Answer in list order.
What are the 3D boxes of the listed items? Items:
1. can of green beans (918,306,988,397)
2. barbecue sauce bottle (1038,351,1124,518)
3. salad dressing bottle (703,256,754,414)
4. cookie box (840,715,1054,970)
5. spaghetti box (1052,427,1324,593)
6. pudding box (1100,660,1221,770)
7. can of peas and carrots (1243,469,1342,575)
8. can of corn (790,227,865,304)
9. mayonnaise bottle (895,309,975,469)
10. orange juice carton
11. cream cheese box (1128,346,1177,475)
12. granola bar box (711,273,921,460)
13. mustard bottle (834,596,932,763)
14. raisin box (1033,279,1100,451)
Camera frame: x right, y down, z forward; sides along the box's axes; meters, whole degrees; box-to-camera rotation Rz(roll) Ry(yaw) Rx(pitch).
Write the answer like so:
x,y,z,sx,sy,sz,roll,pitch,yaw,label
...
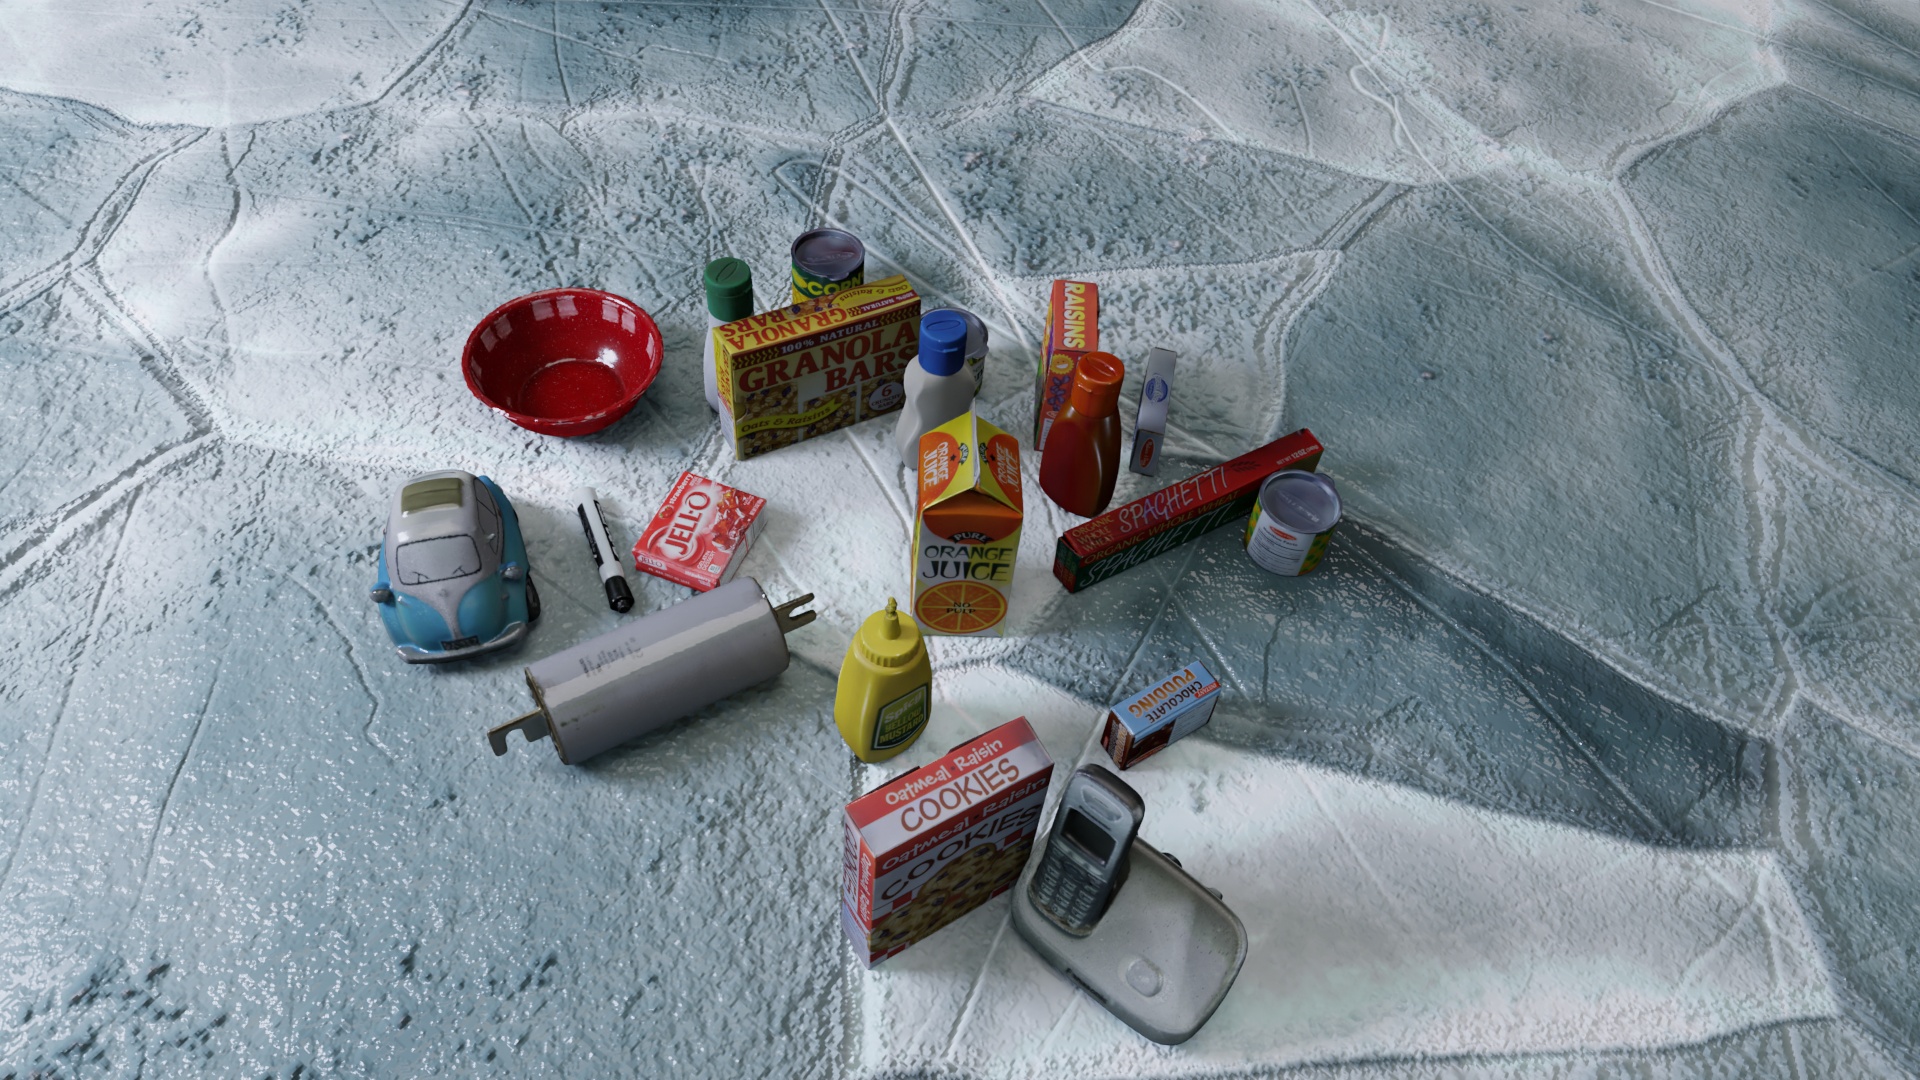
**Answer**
x,y,z,sx,sy,sz,roll,pitch,yaw,label
-0.011,-0.159,1.204,0.071,0.057,0.071,3,51,-3,can of green beans
0.100,-0.084,1.098,0.065,0.147,0.044,36,57,21,barbecue sauce bottle
-0.185,-0.164,1.134,0.044,0.146,0.064,24,53,13,salad dressing bottle
-0.012,0.188,0.858,0.123,0.166,0.040,-24,58,-23,cookie box
0.186,-0.026,1.123,0.251,0.050,0.029,-23,57,-22,spaghetti box
0.144,0.126,0.998,0.084,0.049,0.030,-25,58,-23,pudding box
0.268,-0.015,1.117,0.071,0.058,0.071,3,51,-3,can of peas and carrots
-0.119,-0.238,1.256,0.071,0.058,0.071,3,51,-3,can of corn
-0.018,-0.119,1.114,0.065,0.147,0.041,-12,54,-15,mayonnaise bottle
0.004,-0.013,1.003,0.073,0.191,0.072,2,52,-4,orange juice carton
0.164,-0.111,1.186,0.024,0.053,0.104,12,51,4,cream cheese box
-0.115,-0.141,1.137,0.166,0.123,0.039,-20,56,-20,granola bar box
-0.050,0.091,0.937,0.065,0.159,0.049,-28,59,-24,mustard bottle
0.088,-0.144,1.160,0.040,0.122,0.086,6,51,-1,raisin box
